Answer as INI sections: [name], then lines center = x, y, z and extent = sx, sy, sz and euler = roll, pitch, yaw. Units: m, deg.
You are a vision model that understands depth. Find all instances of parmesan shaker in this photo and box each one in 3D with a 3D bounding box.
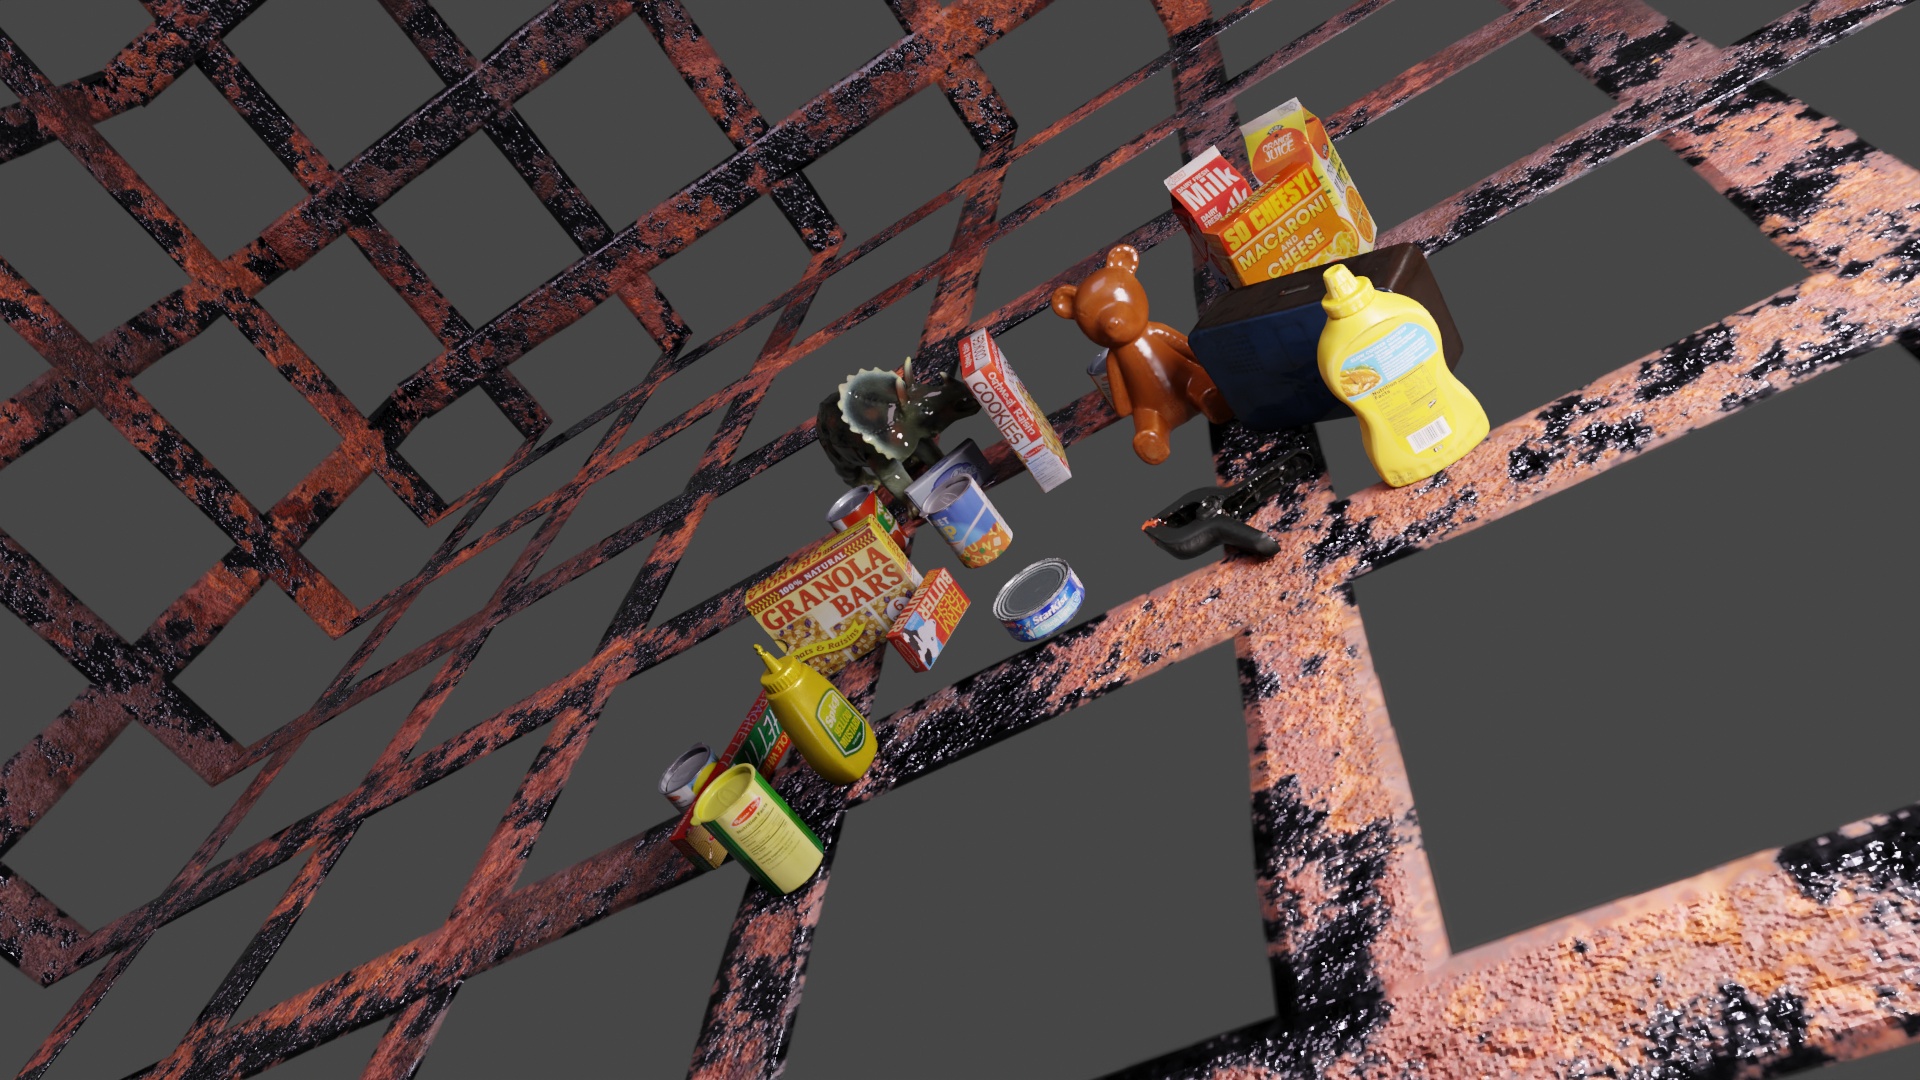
[parmesan shaker]
center = -0.179, 0.257, 1.222
extent = 0.071, 0.103, 0.071
euler = -31, 23, 15

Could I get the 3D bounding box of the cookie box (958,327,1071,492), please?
[cookie box]
center = 0.059, -0.149, 1.574
extent = 0.040, 0.167, 0.123
euler = -32, 23, 12

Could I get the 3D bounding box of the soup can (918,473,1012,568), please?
[soup can]
center = 0.005, -0.019, 1.510
extent = 0.071, 0.083, 0.072
euler = -31, 24, 15

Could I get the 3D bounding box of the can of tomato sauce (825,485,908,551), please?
[can of tomato sauce]
center = -0.110, -0.016, 1.669
extent = 0.071, 0.083, 0.071
euler = -31, 24, 15

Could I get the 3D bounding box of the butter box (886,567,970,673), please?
[butter box]
center = -0.032, 0.080, 1.414
extent = 0.024, 0.053, 0.104
euler = -15, 31, 42

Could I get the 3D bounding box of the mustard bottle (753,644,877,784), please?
[mustard bottle]
center = -0.141, 0.155, 1.289
extent = 0.048, 0.160, 0.066
euler = -20, 28, 35

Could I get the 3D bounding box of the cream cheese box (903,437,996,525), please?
[cream cheese box]
center = -0.012, -0.070, 1.672
extent = 0.104, 0.053, 0.024
euler = -40, 23, -7

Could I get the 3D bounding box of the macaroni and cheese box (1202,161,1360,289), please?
[macaroni and cheese box]
center = 0.342, -0.286, 1.435
extent = 0.124, 0.166, 0.040
euler = -39, 23, -4

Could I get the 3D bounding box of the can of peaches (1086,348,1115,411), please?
[can of peaches]
center = 0.190, -0.192, 1.611
extent = 0.071, 0.058, 0.071
euler = -30, 24, 15

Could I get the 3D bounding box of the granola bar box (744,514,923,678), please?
[granola bar box]
center = -0.128, 0.065, 1.488
extent = 0.165, 0.124, 0.039
euler = -32, 23, 12

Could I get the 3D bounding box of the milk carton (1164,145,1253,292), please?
[milk carton]
center = 0.306, -0.349, 1.573
extent = 0.072, 0.190, 0.073
euler = -36, 23, 2

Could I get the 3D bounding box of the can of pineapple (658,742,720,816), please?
[can of pineapple]
center = -0.262, 0.250, 1.413
extent = 0.071, 0.057, 0.071
euler = -30, 24, 15

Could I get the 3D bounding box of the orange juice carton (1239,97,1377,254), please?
[orange juice carton]
center = 0.386, -0.395, 1.545
extent = 0.071, 0.192, 0.073
euler = -20, 28, 35

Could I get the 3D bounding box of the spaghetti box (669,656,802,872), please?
[spaghetti box]
center = -0.212, 0.221, 1.404
extent = 0.028, 0.050, 0.251
euler = -19, 29, 36
